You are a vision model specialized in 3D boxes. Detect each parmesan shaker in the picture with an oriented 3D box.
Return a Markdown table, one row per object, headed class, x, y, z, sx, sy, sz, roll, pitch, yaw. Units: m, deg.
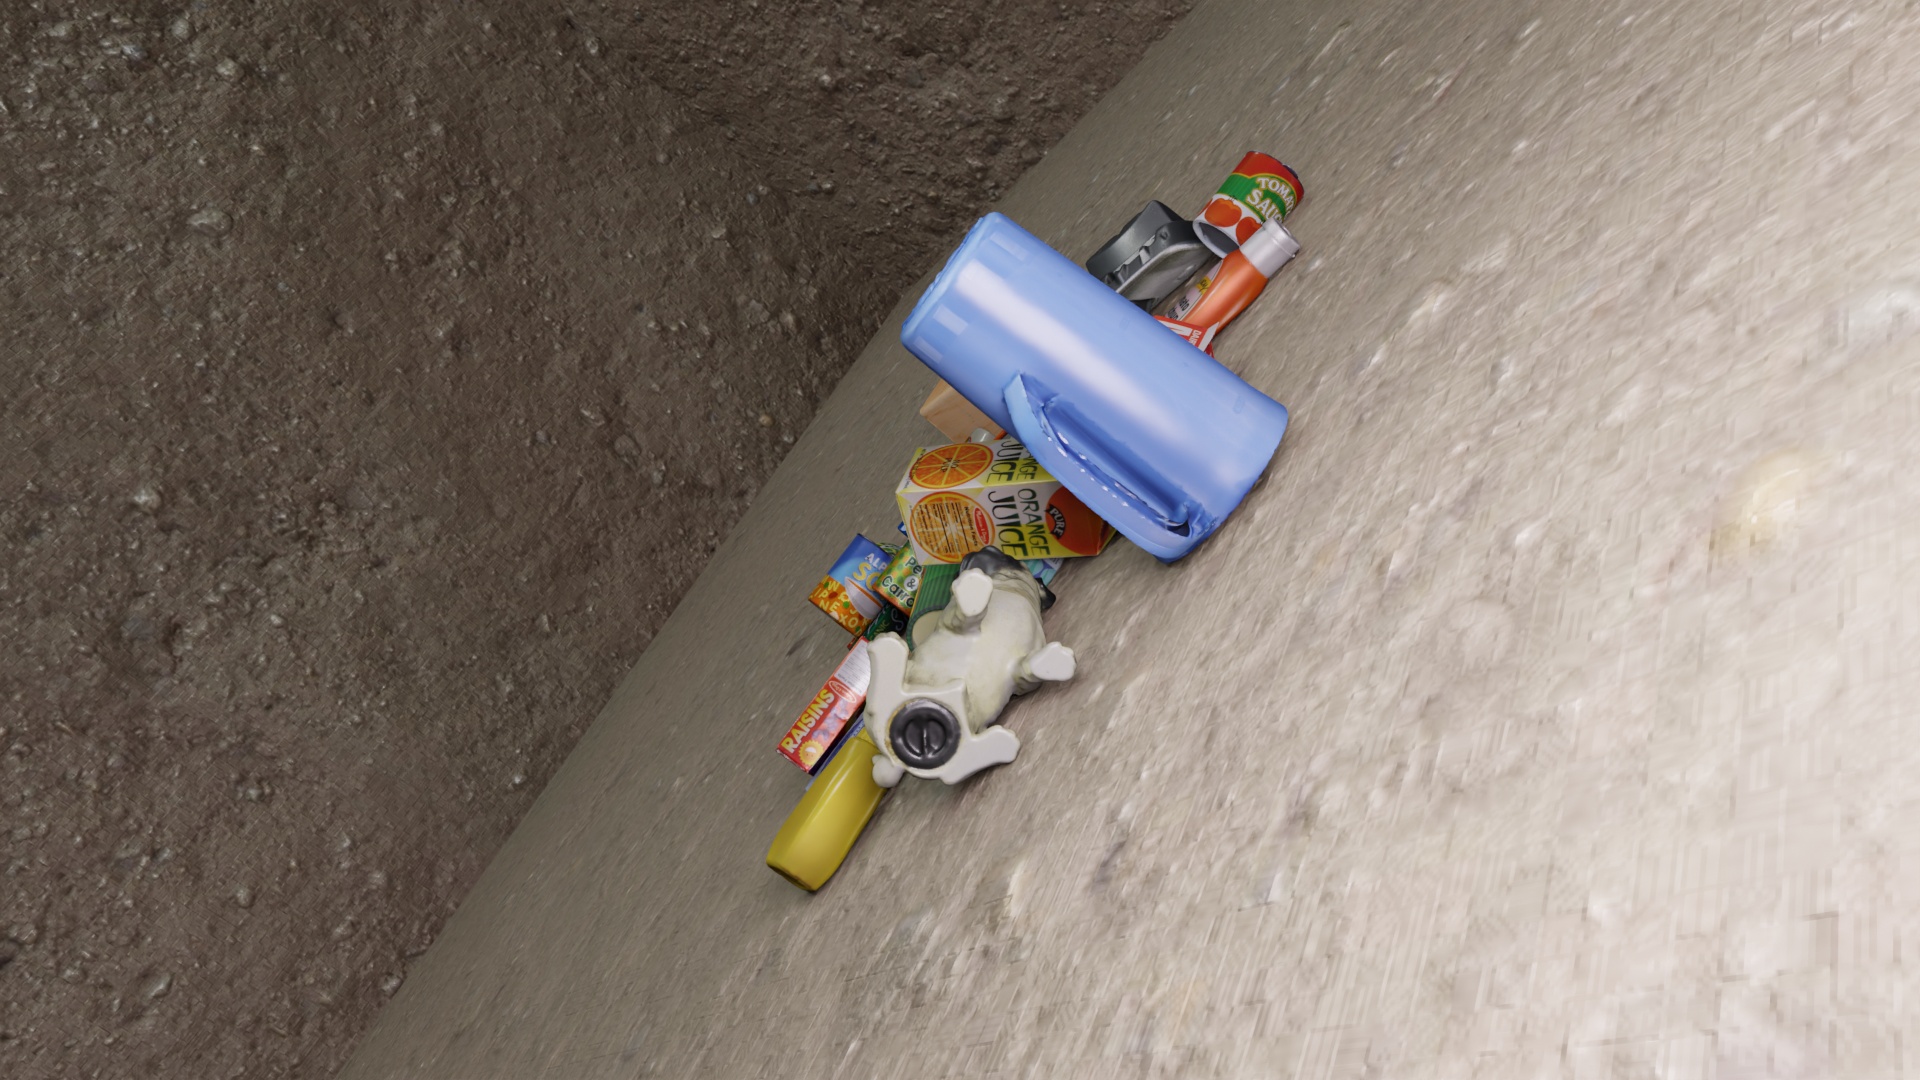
| class | x | y | z | sx | sy | sz | roll | pitch | yaw |
| --- | --- | --- | --- | --- | --- | --- | --- | --- | --- |
| parmesan shaker | -0.008 | 0.054 | 1.164 | 0.071 | 0.071 | 0.103 | -44 | 14 | 24 |

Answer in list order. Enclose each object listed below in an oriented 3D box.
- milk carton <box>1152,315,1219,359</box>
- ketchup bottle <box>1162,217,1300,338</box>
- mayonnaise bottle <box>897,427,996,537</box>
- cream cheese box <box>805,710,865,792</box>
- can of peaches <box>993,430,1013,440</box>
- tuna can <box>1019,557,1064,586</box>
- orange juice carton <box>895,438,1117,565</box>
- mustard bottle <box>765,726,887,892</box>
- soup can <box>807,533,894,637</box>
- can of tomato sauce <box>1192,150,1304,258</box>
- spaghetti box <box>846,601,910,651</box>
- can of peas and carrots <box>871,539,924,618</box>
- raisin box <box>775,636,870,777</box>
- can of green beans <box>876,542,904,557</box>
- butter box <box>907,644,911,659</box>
| class | x | y | z | sx | sy | sz | roll | pitch | yaw |
| --- | --- | --- | --- | --- | --- | --- | --- | --- | --- |
| milk carton | 0.141 | -0.119 | 1.150 | 0.190 | 0.073 | 0.073 | -31 | 22 | 53 |
| ketchup bottle | 0.226 | -0.212 | 1.196 | 0.148 | 0.043 | 0.065 | -44 | 14 | 22 |
| mayonnaise bottle | -0.011 | -0.060 | 1.562 | 0.148 | 0.041 | 0.065 | -50 | 14 | -4 |
| cream cheese box | -0.090 | 0.183 | 1.184 | 0.104 | 0.024 | 0.053 | -52 | 13 | -8 |
| can of peaches | 0.055 | -0.073 | 1.343 | 0.071 | 0.058 | 0.071 | -46 | 14 | 15 |
| tuna can | 0.052 | 0.022 | 1.142 | 0.071 | 0.033 | 0.071 | -47 | 13 | 14 |
| orange juice carton | 0.055 | -0.034 | 1.091 | 0.192 | 0.072 | 0.072 | -4 | 33 | 19 |
| mustard bottle | -0.087 | 0.196 | 1.083 | 0.161 | 0.049 | 0.065 | -54 | 14 | -20 |
| soup can | -0.100 | 0.046 | 1.378 | 0.084 | 0.071 | 0.071 | -53 | 13 | -8 |
| can of tomato sauce | 0.265 | -0.304 | 1.274 | 0.083 | 0.071 | 0.071 | -51 | 13 | -3 |
| spaghetti box | -0.026 | 0.024 | 1.407 | 0.250 | 0.028 | 0.050 | -52 | 13 | -8 |
| can of peas and carrots | -0.042 | 0.042 | 1.325 | 0.059 | 0.071 | 0.071 | -52 | 13 | -3 |
| raisin box | -0.107 | 0.150 | 1.234 | 0.123 | 0.040 | 0.086 | -53 | -10 | -10 |
| can of green beans | -0.077 | 0.038 | 1.454 | 0.071 | 0.071 | 0.058 | -51 | 13 | -3 |
| butter box | -0.030 | 0.107 | 1.194 | 0.053 | 0.024 | 0.104 | -44 | 14 | 22 |
